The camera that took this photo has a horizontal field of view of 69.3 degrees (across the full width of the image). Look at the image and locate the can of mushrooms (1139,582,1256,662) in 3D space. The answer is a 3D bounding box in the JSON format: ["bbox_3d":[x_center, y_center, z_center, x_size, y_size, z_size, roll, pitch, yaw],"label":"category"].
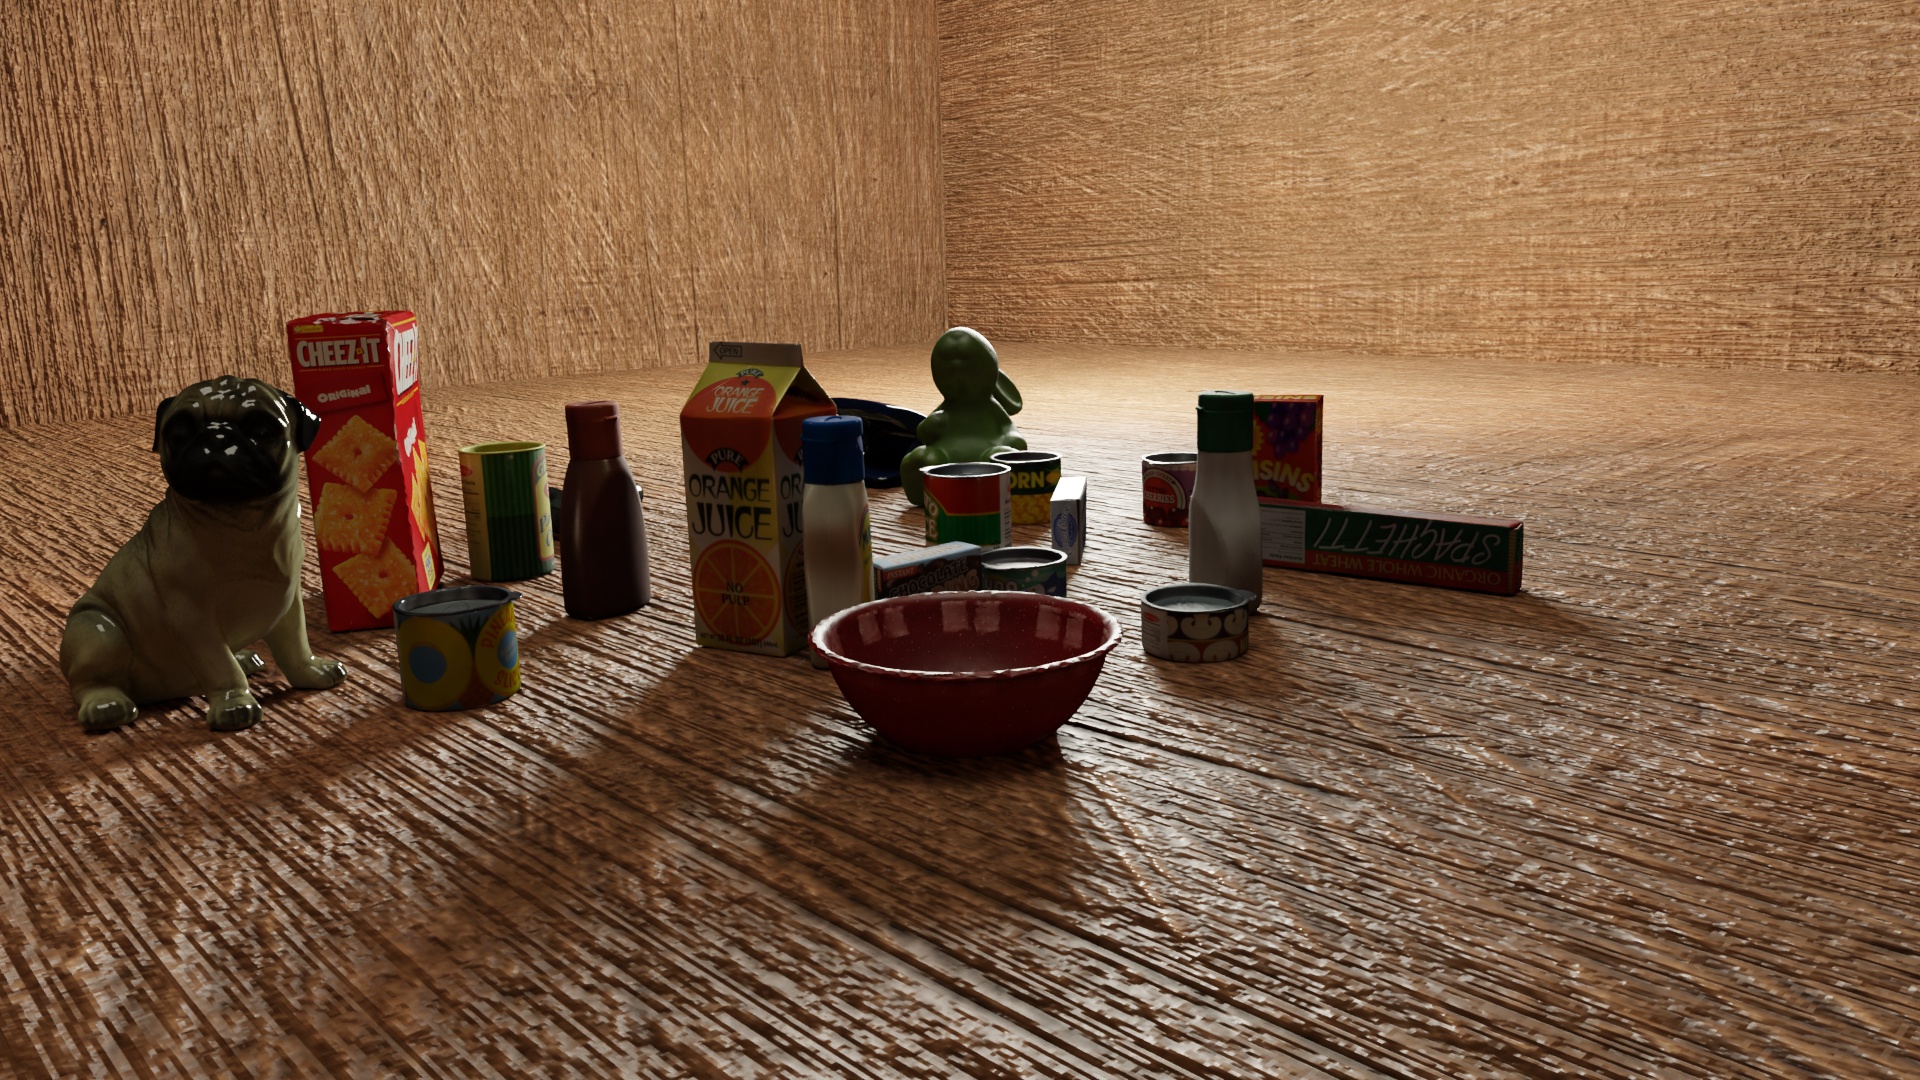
[{"bbox_3d":[0.145,0.050,0.849,0.071,0.033,0.071,-2,12,0],"label":"can of mushrooms"}]

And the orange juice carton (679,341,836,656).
[{"bbox_3d":[-0.125,-0.030,0.884,0.072,0.192,0.073,4,13,28],"label":"orange juice carton"}]

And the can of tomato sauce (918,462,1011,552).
[{"bbox_3d":[0.004,-0.013,1.048,0.071,0.083,0.071,-2,12,0],"label":"can of tomato sauce"}]

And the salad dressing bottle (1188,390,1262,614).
[{"bbox_3d":[0.176,-0.025,0.922,0.044,0.147,0.064,-5,12,-13],"label":"salad dressing bottle"}]

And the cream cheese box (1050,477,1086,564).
[{"bbox_3d":[0.089,-0.017,1.125,0.024,0.053,0.104,0,12,8],"label":"cream cheese box"}]

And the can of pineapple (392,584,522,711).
[{"bbox_3d":[-0.288,0.061,0.801,0.071,0.057,0.071,-2,12,0],"label":"can of pineapple"}]

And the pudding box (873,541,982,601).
[{"bbox_3d":[-0.025,0.032,0.922,0.084,0.049,0.030,-11,15,-38],"label":"pudding box"}]

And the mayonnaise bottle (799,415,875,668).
[{"bbox_3d":[-0.074,0.000,0.842,0.041,0.147,0.065,-1,11,5],"label":"mayonnaise bottle"}]

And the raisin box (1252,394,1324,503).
[{"bbox_3d":[0.243,-0.053,1.105,0.086,0.123,0.040,3,12,22],"label":"raisin box"}]

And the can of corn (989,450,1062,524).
[{"bbox_3d":[0.059,-0.048,1.265,0.071,0.058,0.071,-2,12,0],"label":"can of corn"}]

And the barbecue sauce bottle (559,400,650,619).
[{"bbox_3d":[-0.252,-0.023,0.975,0.043,0.148,0.065,6,14,33],"label":"barbecue sauce bottle"}]

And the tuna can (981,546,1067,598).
[{"bbox_3d":[0.041,0.027,0.972,0.071,0.032,0.071,-2,12,0],"label":"tuna can"}]

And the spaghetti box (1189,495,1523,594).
[{"bbox_3d":[0.285,0.000,1.024,0.250,0.050,0.029,7,15,37],"label":"spaghetti box"}]

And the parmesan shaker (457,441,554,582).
[{"bbox_3d":[-0.362,-0.024,1.109,0.071,0.102,0.071,-2,11,0],"label":"parmesan shaker"}]

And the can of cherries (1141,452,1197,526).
[{"bbox_3d":[0.192,-0.046,1.233,0.071,0.058,0.071,-2,12,0],"label":"can of cherries"}]
